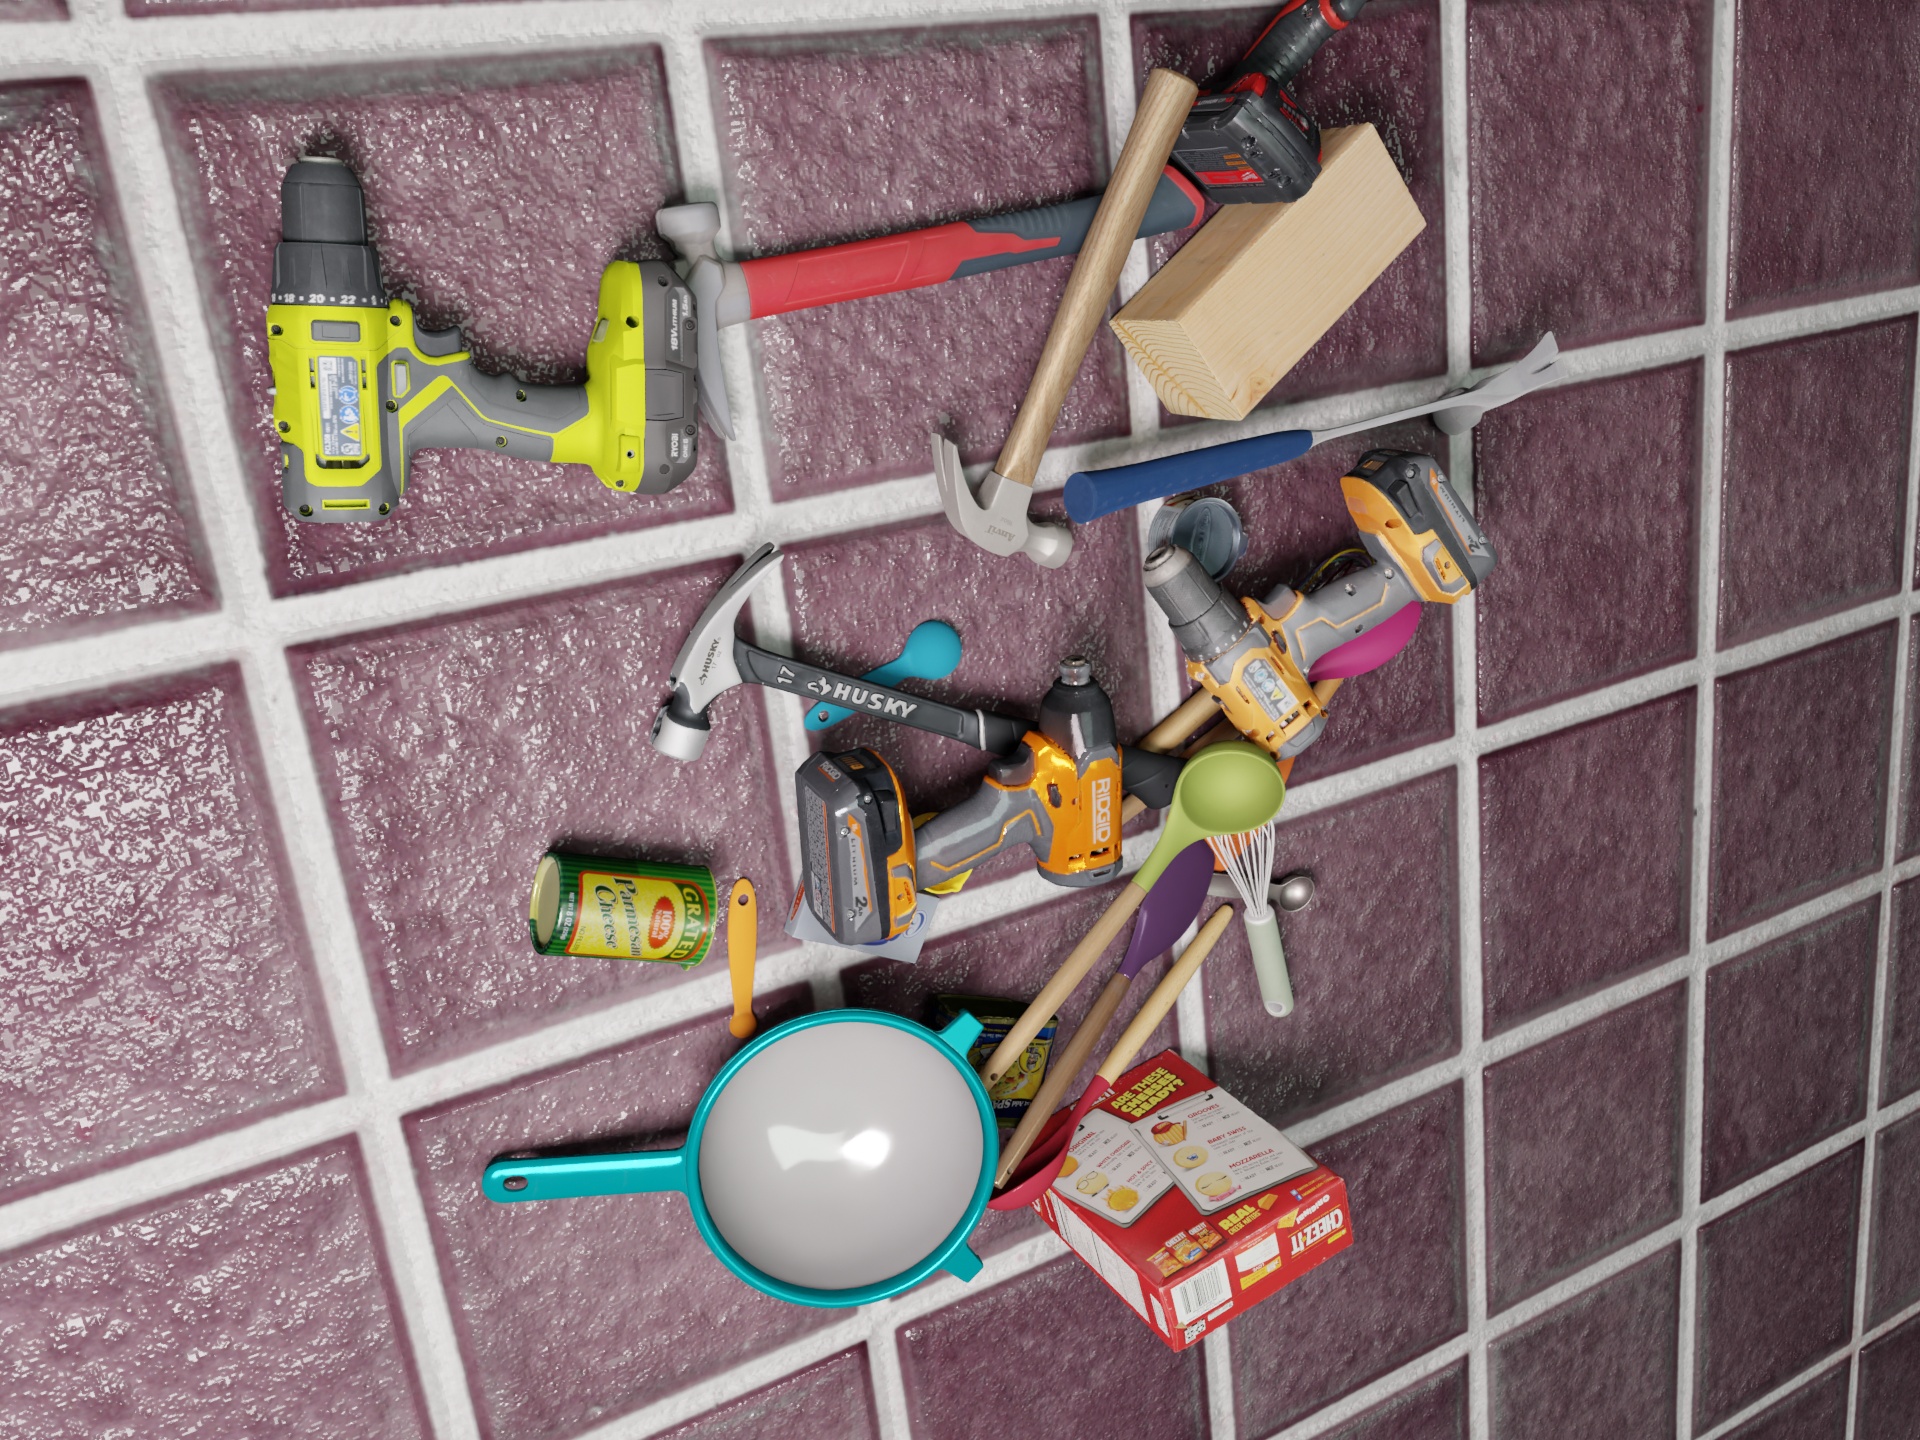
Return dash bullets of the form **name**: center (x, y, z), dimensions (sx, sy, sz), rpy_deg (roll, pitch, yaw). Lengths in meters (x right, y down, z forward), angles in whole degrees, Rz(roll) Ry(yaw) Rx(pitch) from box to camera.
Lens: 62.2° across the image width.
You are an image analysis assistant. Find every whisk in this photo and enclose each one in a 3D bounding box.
- **whisk**: center (0.237, 0.148, 1.272), dimensions (0.059, 0.058, 0.246), rpy_deg (-59, 140, -44)
- **whisk**: center (0.229, -0.052, 1.232), dimensions (0.245, 0.051, 0.047), rpy_deg (-40, 152, -9)

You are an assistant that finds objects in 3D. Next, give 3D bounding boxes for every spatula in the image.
- **spatula**: center (0.283, -0.022, 1.280), dimensions (0.081, 0.041, 0.322), rpy_deg (42, 77, -30)
- **spatula**: center (0.111, 0.217, 1.203), dimensions (0.316, 0.018, 0.059), rpy_deg (-53, 124, -23)

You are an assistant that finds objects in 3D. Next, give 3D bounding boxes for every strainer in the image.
- **strainer**: center (-0.148, 0.290, 1.093), dimensions (0.340, 0.095, 0.211), rpy_deg (-2, 99, -9)

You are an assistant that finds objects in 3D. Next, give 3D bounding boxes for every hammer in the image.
- **hammer**: center (0.076, -0.269, 1.062), dimensions (0.130, 0.031, 0.331), rpy_deg (13, 105, -38)
- **hammer**: center (-0.002, -0.004, 1.102), dimensions (0.408, 0.036, 0.149), rpy_deg (15, 105, -30)
- **hammer**: center (-0.003, -0.293, 1.046), dimensions (0.386, 0.038, 0.143), rpy_deg (-18, 112, -24)
- **hammer**: center (0.259, -0.207, 1.150), dimensions (0.405, 0.144, 0.035), rpy_deg (-18, 87, -24)

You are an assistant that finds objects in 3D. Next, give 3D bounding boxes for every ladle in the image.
- **ladle**: center (0.118, 0.144, 1.149), dimensions (0.078, 0.062, 0.320), rpy_deg (43, 82, -21)
- **ladle**: center (0.122, 0.257, 1.223), dimensions (0.031, 0.069, 0.315), rpy_deg (45, 63, -4)

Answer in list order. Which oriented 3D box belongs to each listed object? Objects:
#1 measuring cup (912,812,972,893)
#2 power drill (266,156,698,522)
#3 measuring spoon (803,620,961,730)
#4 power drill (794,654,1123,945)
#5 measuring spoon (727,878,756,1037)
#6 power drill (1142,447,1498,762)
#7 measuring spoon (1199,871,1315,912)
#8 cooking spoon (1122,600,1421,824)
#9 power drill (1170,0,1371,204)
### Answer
- **measuring cup**: center (0.016, 0.070, 1.160), dimensions (0.156, 0.029, 0.062), rpy_deg (-33, 111, -31)
- **power drill**: center (-0.270, -0.211, 0.899), dimensions (0.228, 0.080, 0.190), rpy_deg (-4, 105, -25)
- **measuring spoon**: center (-0.050, -0.026, 1.095), dimensions (0.128, 0.021, 0.042), rpy_deg (-32, 115, -19)
- **power drill**: center (0.008, 0.050, 1.065), dimensions (0.226, 0.084, 0.164), rpy_deg (-13, 115, -24)
- **measuring spoon**: center (-0.149, 0.165, 1.095), dimensions (0.021, 0.011, 0.117), rpy_deg (-5, 105, -28)
- **power drill**: center (0.256, -0.104, 1.162), dimensions (0.226, 0.084, 0.185), rpy_deg (-41, 109, -1)
- **measuring spoon**: center (0.234, 0.134, 1.298), dimensions (0.124, 0.018, 0.034), rpy_deg (9, 111, -23)
- **cooking spoon**: center (0.235, -0.012, 1.244), dimensions (0.319, 0.017, 0.069), rpy_deg (-37, 74, -11)
- **power drill**: center (0.248, -0.460, 1.058), dimensions (0.080, 0.188, 0.227), rpy_deg (35, 89, -30)
